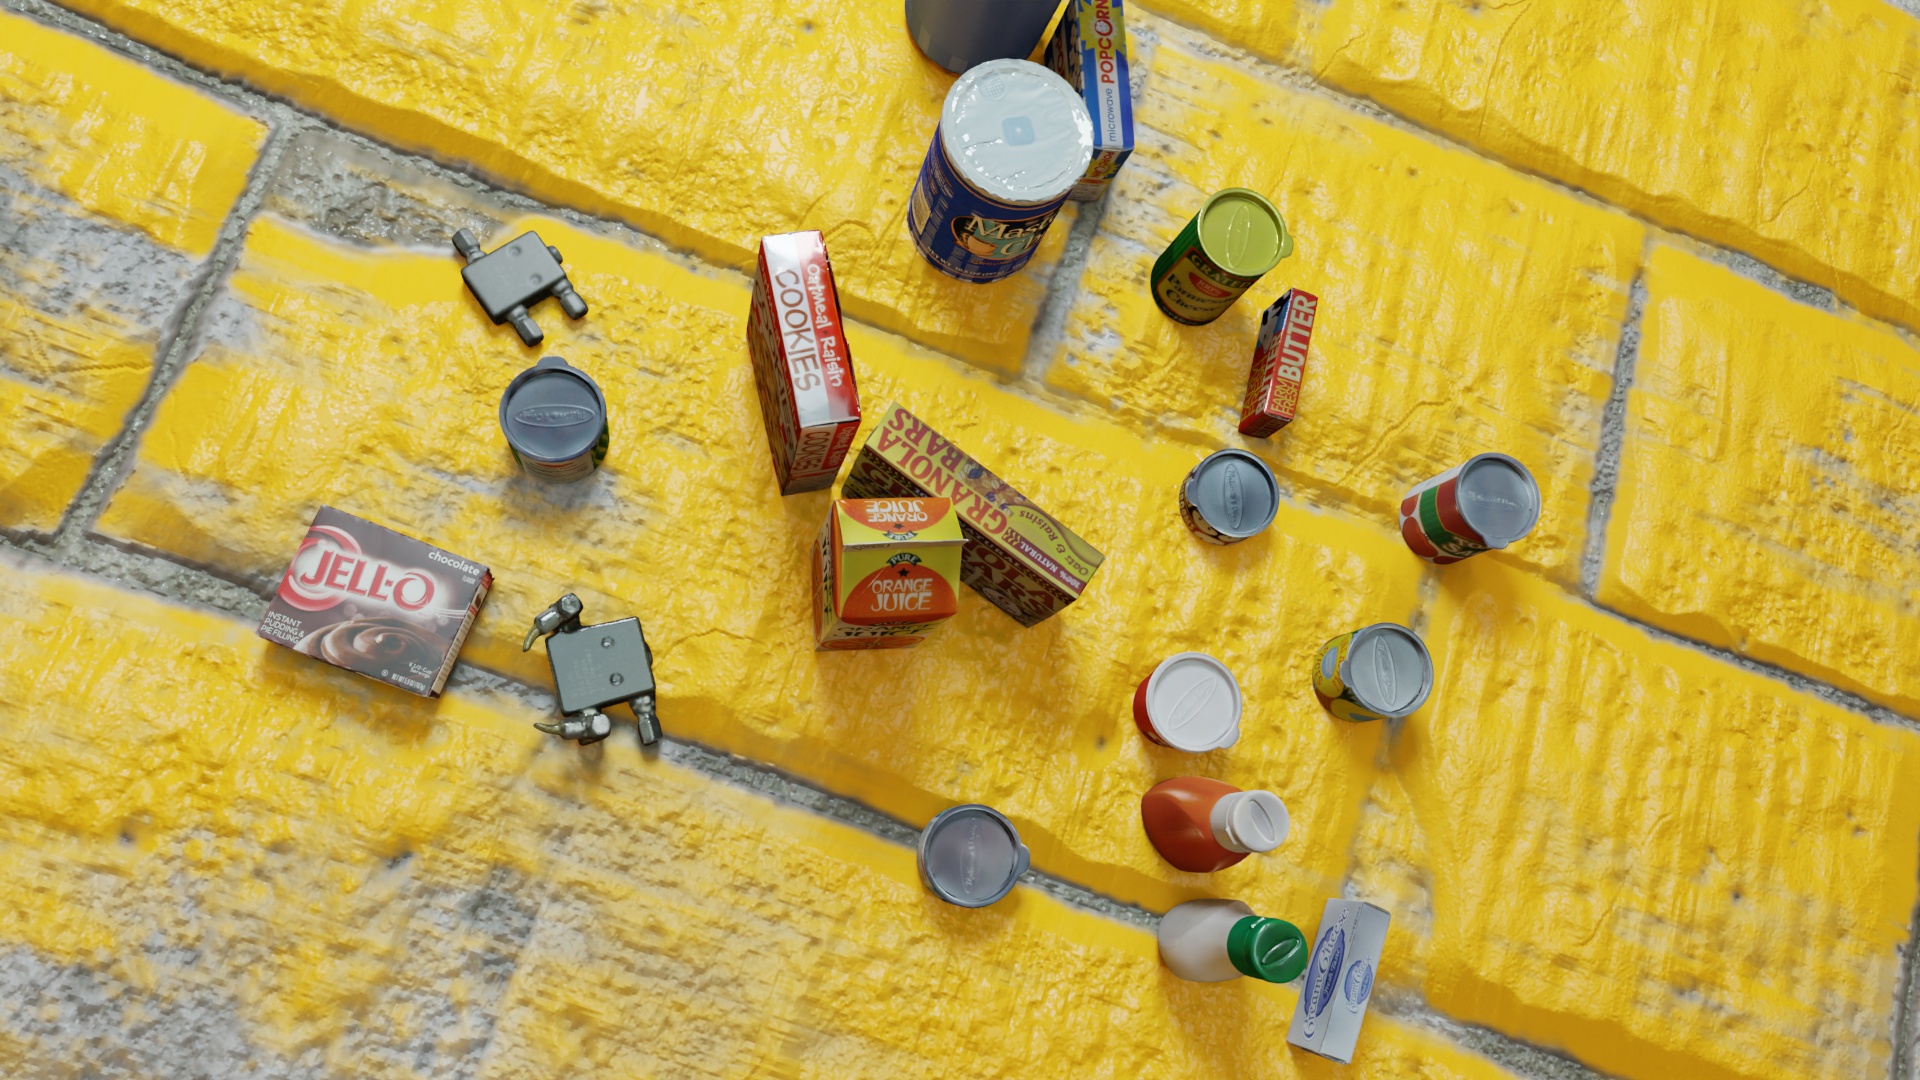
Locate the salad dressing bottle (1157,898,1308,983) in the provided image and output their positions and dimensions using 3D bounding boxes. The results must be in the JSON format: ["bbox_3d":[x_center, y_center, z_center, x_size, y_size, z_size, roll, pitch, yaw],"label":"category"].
[{"bbox_3d":[0.171,0.254,0.878,0.064,0.147,0.044,-27,85,-16],"label":"salad dressing bottle"}]

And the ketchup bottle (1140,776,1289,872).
[{"bbox_3d":[0.163,0.182,0.892,0.044,0.148,0.065,-27,85,-16],"label":"ketchup bottle"}]

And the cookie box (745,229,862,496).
[{"bbox_3d":[-0.103,-0.109,0.893,0.040,0.167,0.123,-11,80,-14],"label":"cookie box"}]

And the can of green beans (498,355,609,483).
[{"bbox_3d":[-0.264,-0.075,0.908,0.071,0.057,0.071,3,77,-11],"label":"can of green beans"}]

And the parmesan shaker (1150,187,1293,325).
[{"bbox_3d":[0.188,-0.202,1.010,0.071,0.103,0.071,3,77,-11],"label":"parmesan shaker"}]

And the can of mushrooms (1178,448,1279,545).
[{"bbox_3d":[0.192,-0.031,1.008,0.071,0.033,0.071,3,77,-11],"label":"can of mushrooms"}]

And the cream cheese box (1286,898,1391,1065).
[{"bbox_3d":[0.255,0.295,0.935,0.024,0.053,0.104,24,74,-6],"label":"cream cheese box"}]

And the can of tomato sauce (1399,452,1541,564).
[{"bbox_3d":[0.371,-0.020,1.017,0.071,0.083,0.071,3,77,-11],"label":"can of tomato sauce"}]

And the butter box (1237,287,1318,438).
[{"bbox_3d":[0.235,-0.130,1.029,0.024,0.053,0.104,17,75,-8],"label":"butter box"}]

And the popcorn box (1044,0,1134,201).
[{"bbox_3d":[0.094,-0.327,1.028,0.038,0.085,0.127,0,78,-12],"label":"popcorn box"}]

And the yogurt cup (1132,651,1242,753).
[{"bbox_3d":[0.152,0.113,0.955,0.072,0.054,0.072,3,77,-11],"label":"yogurt cup"}]

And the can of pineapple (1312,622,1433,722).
[{"bbox_3d":[0.290,0.094,0.987,0.071,0.057,0.071,3,77,-11],"label":"can of pineapple"}]

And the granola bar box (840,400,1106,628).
[{"bbox_3d":[0.003,-0.011,0.916,0.165,0.124,0.039,36,73,-2],"label":"granola bar box"}]

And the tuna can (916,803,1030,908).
[{"bbox_3d":[0.008,0.207,0.914,0.071,0.032,0.071,3,77,-11],"label":"tuna can"}]

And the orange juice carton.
[{"bbox_3d":[-0.048,0.020,0.862,0.072,0.192,0.073,-1,78,-12],"label":"orange juice carton"}]
